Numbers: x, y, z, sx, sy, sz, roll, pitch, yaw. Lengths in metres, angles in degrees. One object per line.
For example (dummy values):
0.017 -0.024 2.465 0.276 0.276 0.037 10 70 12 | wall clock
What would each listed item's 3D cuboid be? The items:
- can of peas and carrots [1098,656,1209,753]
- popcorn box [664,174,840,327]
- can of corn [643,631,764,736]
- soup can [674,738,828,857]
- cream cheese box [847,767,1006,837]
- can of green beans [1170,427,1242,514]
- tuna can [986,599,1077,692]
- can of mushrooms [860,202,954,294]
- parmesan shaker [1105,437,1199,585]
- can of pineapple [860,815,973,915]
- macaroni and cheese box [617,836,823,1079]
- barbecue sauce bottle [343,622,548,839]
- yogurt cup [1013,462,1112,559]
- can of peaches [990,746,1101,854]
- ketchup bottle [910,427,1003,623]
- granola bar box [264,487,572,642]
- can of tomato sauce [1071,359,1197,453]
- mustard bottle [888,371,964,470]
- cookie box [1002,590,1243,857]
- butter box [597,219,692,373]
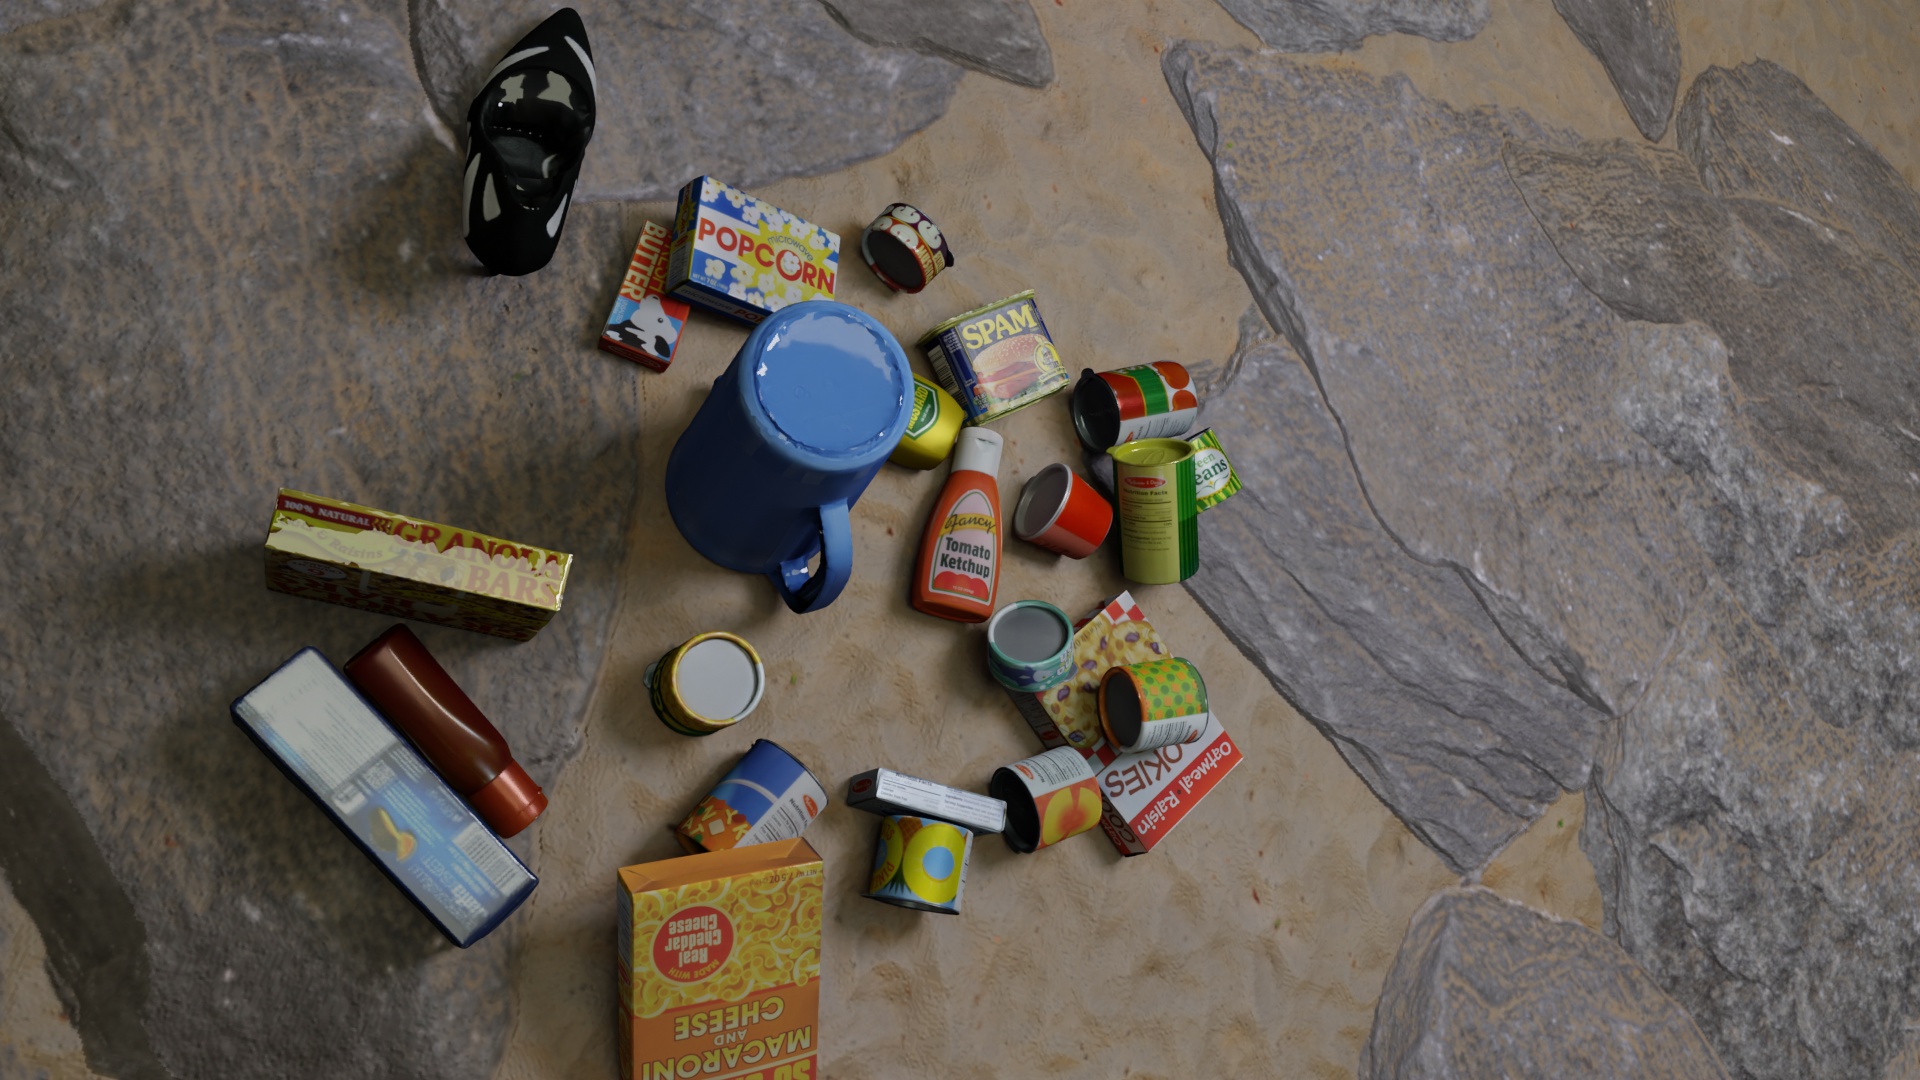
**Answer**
0.144 0.122 1.047 0.059 0.070 0.071 -5 79 -26 | can of peas and carrots
-0.153 -0.206 1.034 0.127 0.038 0.085 17 69 -39 | popcorn box
-0.175 0.097 0.949 0.071 0.058 0.071 7 74 -24 | can of corn
-0.143 0.185 0.939 0.071 0.071 0.084 47 63 -8 | soup can
-0.024 0.190 1.000 0.104 0.053 0.024 19 68 -20 | cream cheese box
0.194 -0.054 1.164 0.071 0.071 0.058 -29 91 -29 | can of green beans
0.055 0.080 1.044 0.071 0.032 0.071 -2 46 2 | tuna can
-0.042 -0.228 1.095 0.071 0.071 0.033 45 63 -9 | can of mushrooms
0.155 -0.024 1.117 0.071 0.071 0.102 -18 115 -28 | parmesan shaker
-0.029 0.229 0.980 0.071 0.070 0.058 18 69 -21 | can of pineapple
-0.153 0.282 0.883 0.124 0.040 0.166 -4 104 -27 | macaroni and cheese box
-0.320 0.121 0.873 0.044 0.065 0.148 -38 104 -7 | barbecue sauce bottle
0.084 -0.020 1.104 0.054 0.072 0.072 30 65 -25 | yogurt cup
0.064 0.194 1.036 0.058 0.071 0.071 -15 83 -28 | can of peaches
0.004 -0.013 1.074 0.065 0.043 0.149 15 70 -15 | ketchup bottle
-0.335 0.020 0.855 0.166 0.124 0.039 15 71 -22 | granola bar box
0.144 -0.114 1.156 0.083 0.071 0.071 -14 83 -29 | can of tomato sauce
-0.076 -0.113 1.058 0.160 0.048 0.065 28 65 -17 | mustard bottle
0.130 0.144 1.095 0.123 0.040 0.167 -37 93 -29 | cookie box
-0.224 -0.180 1.019 0.053 0.024 0.104 22 68 -20 | butter box
